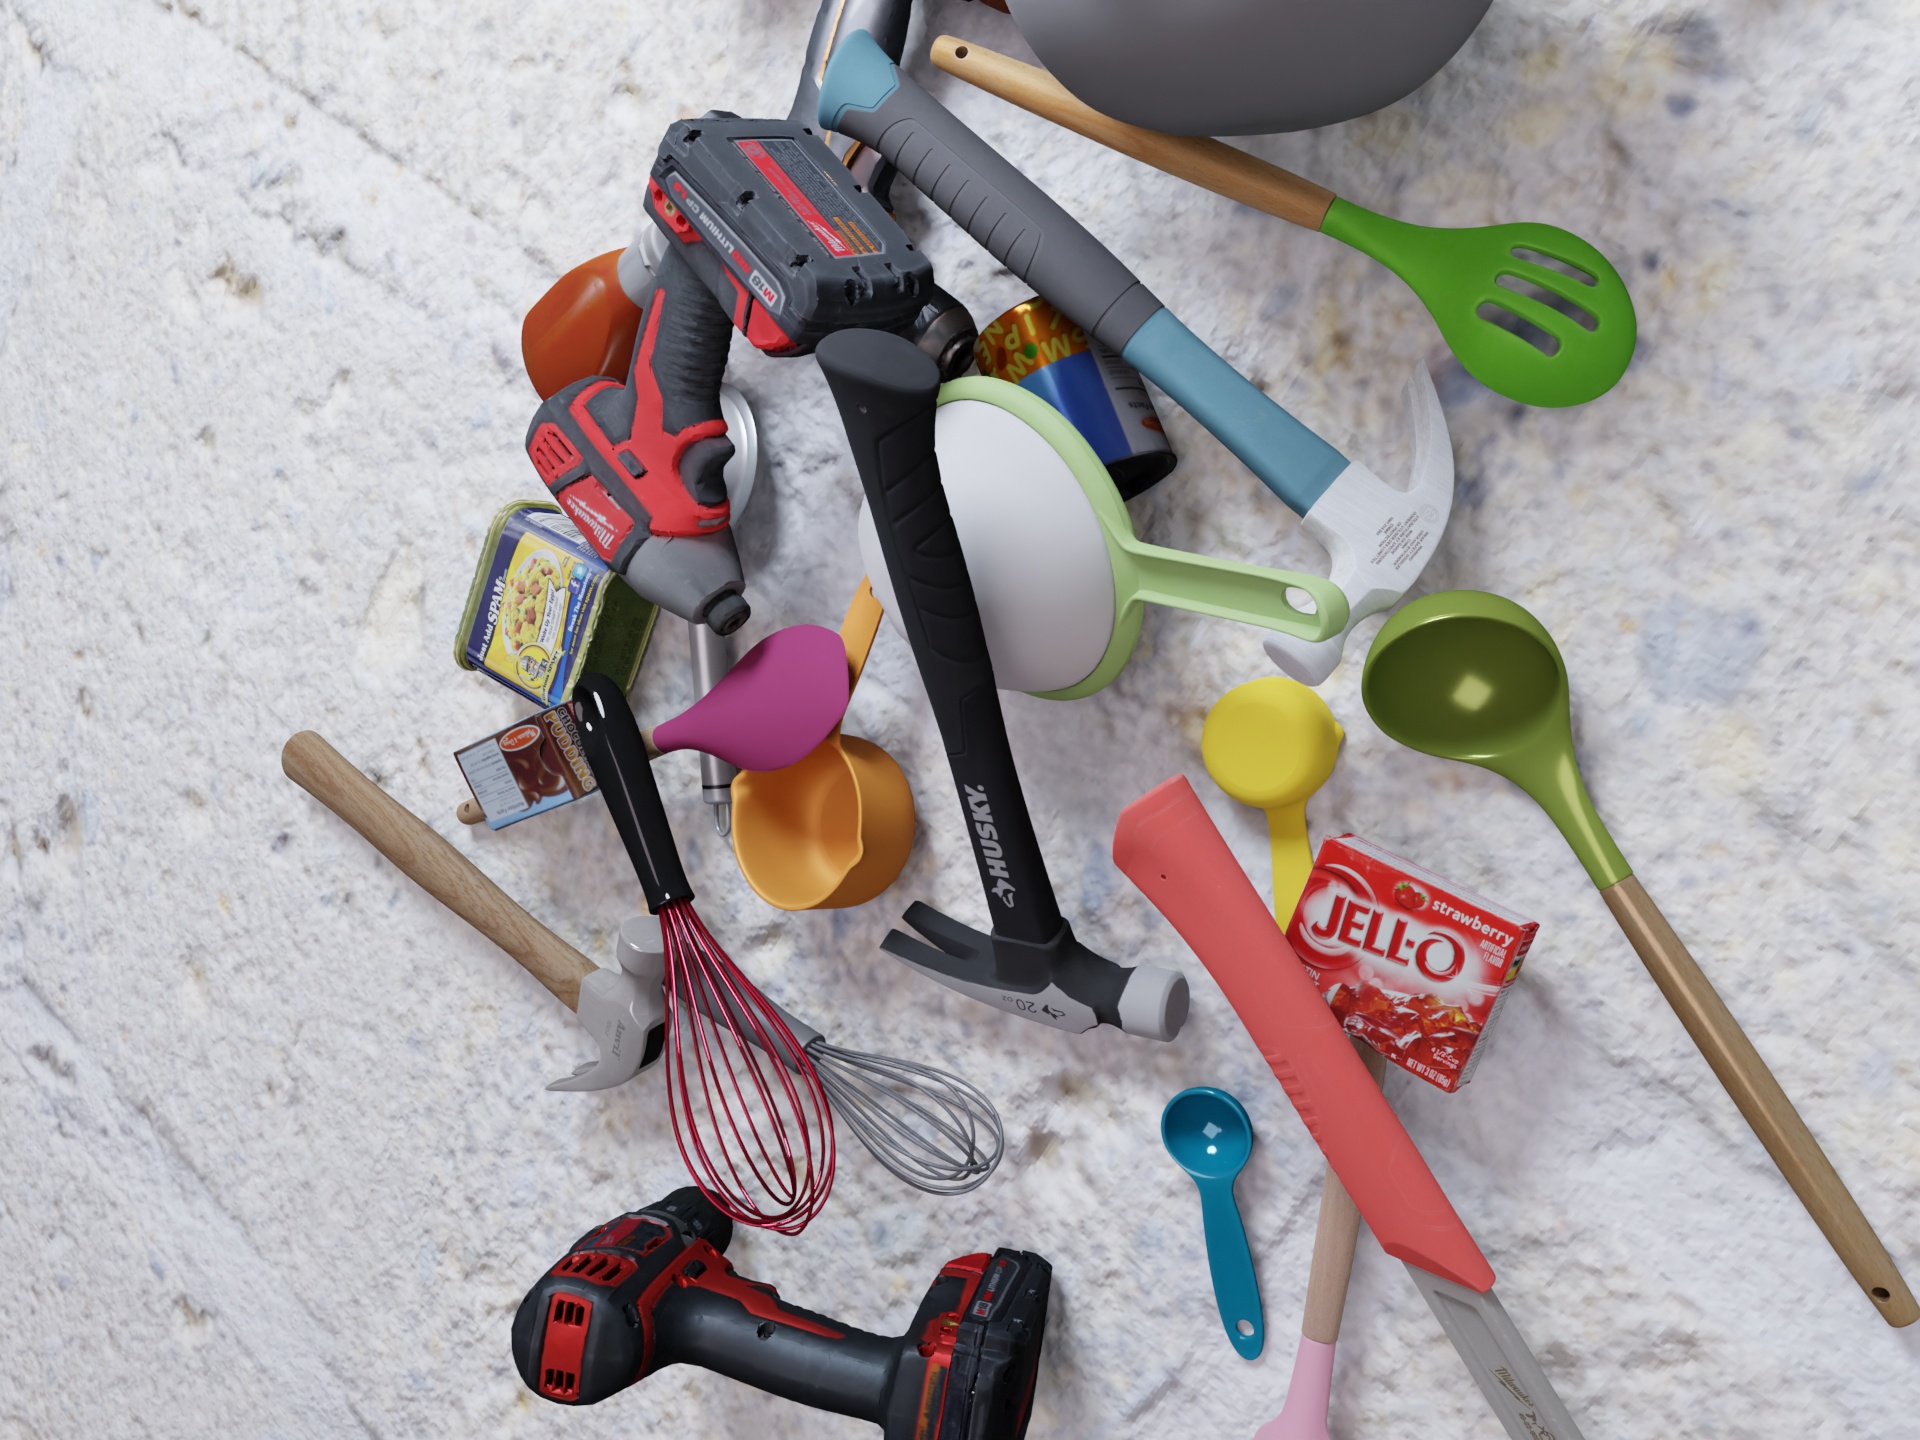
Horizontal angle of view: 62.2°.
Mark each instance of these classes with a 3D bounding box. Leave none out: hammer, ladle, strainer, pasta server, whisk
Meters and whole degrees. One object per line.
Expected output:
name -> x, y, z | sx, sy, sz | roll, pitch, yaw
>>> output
hammer -> 0.174, 0.178, 0.619 | 0.149, 0.036, 0.359 | -35, 84, 42
ladle -> 0.261, 0.088, 0.607 | 0.078, 0.062, 0.320 | -40, 76, 41
strainer -> -0.135, -0.067, 0.827 | 0.087, 0.050, 0.258 | -1, 95, 44
pasta server -> 0.161, 0.237, 0.686 | 0.060, 0.040, 0.316 | 10, 93, 28
strainer -> 0.036, -0.055, 0.647 | 0.256, 0.069, 0.151 | 19, 129, 48
hammer -> -0.285, 0.097, 0.909 | 0.331, 0.031, 0.130 | 31, 121, 28
hammer -> -0.001, -0.002, 0.660 | 0.146, 0.035, 0.334 | 7, 129, 32
whisk -> -0.134, 0.108, 0.774 | 0.073, 0.073, 0.296 | -31, 73, 26
whisk -> -0.076, 0.165, 0.801 | 0.239, 0.055, 0.055 | 26, 104, 30
hammer -> 0.065, -0.169, 0.660 | 0.331, 0.033, 0.128 | 43, 84, 7
strainer -> 0.169, -0.266, 0.579 | 0.340, 0.211, 0.095 | -1, 105, 0

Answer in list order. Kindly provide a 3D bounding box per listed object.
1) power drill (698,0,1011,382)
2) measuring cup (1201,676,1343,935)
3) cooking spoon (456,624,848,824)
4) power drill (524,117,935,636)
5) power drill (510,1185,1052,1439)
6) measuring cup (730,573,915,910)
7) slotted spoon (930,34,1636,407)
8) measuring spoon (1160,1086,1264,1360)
power drill -> -0.026, -0.286, 0.738 | 0.185, 0.084, 0.226 | 41, 114, 19
measuring cup -> 0.139, 0.059, 0.686 | 0.062, 0.029, 0.156 | -9, 87, 29
cooking spoon -> -0.172, 0.016, 0.831 | 0.319, 0.017, 0.069 | -18, 70, 39
power drill -> -0.111, -0.146, 0.718 | 0.143, 0.078, 0.219 | 51, 131, 13
power drill -> -0.075, 0.279, 0.752 | 0.227, 0.188, 0.080 | 8, 91, 10
measuring cup -> -0.050, 0.010, 0.774 | 0.095, 0.052, 0.173 | 24, 98, 38
slotted spoon -> 0.124, -0.213, 0.643 | 0.314, 0.031, 0.070 | 28, 87, 12
measuring spoon -> 0.121, 0.223, 0.714 | 0.042, 0.021, 0.128 | -8, 97, 28
